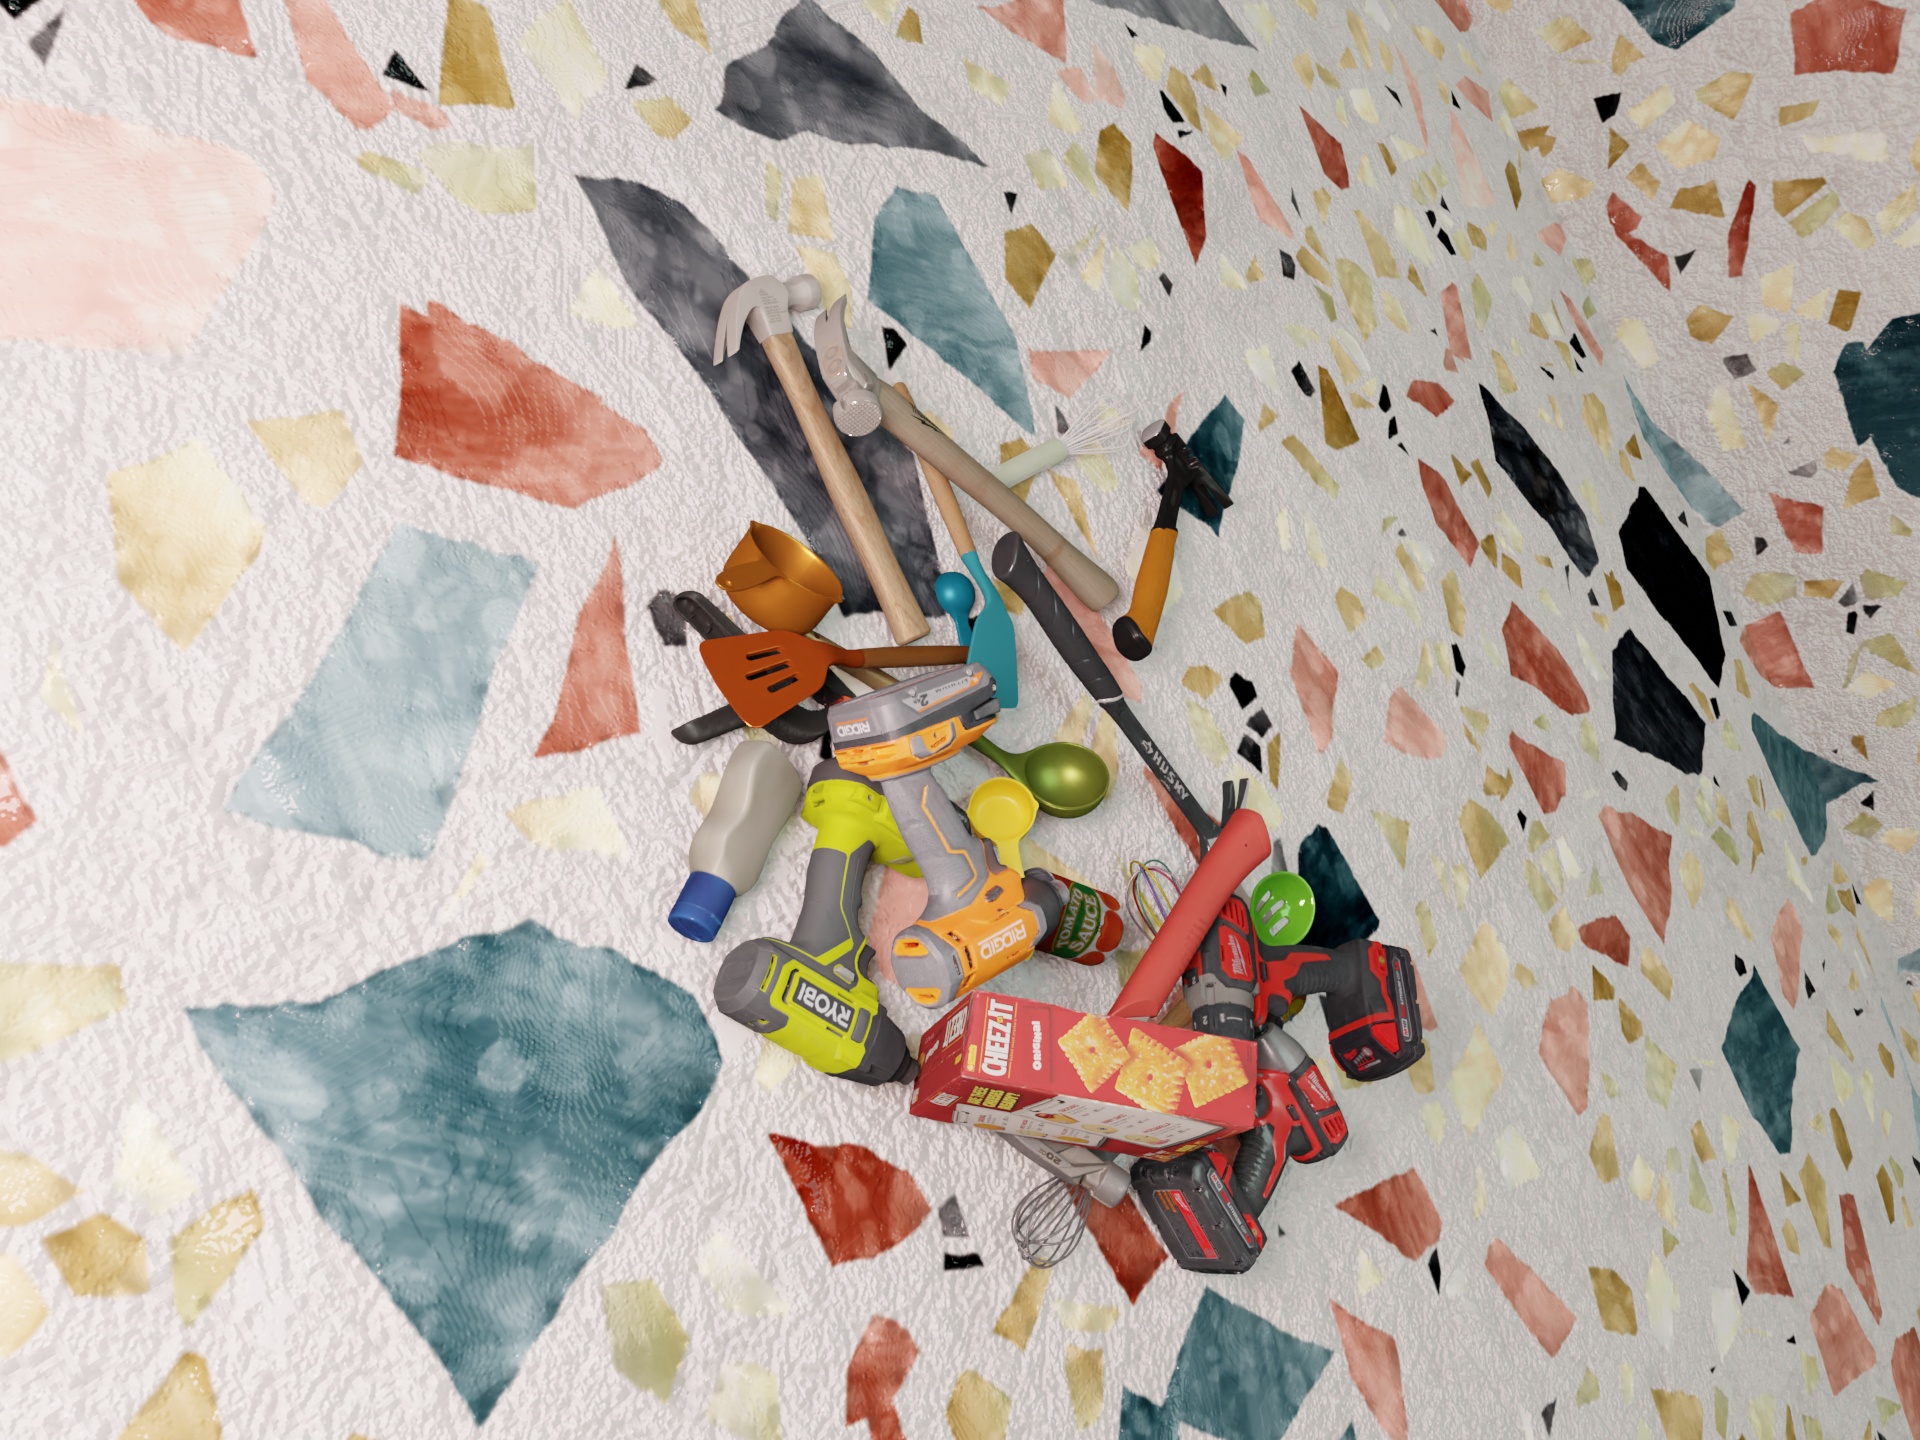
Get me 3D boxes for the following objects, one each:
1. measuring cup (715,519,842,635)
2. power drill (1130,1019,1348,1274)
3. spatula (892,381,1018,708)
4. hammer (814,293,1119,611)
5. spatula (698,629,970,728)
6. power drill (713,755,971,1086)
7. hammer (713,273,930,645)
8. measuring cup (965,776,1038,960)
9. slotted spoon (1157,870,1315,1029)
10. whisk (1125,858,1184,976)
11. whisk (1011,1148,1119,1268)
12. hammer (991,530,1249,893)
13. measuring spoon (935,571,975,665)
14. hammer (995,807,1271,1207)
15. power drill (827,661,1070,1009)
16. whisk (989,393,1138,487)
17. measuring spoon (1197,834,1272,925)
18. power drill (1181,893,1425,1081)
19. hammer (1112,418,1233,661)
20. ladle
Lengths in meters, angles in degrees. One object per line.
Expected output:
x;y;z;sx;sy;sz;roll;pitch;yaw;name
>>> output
-0.153;-0.096;1.185;0.095;0.052;0.173;42;21;5;measuring cup
0.251;0.368;1.399;0.220;0.078;0.143;-36;101;-41;power drill
-0.011;-0.161;1.390;0.082;0.044;0.318;9;54;-53;spatula
0.018;-0.215;1.413;0.410;0.038;0.146;34;32;-44;hammer
-0.073;-0.044;1.260;0.081;0.041;0.322;55;28;18;spatula
-0.075;0.151;1.187;0.171;0.080;0.223;37;54;-29;power drill
-0.108;-0.217;1.338;0.130;0.031;0.331;-26;93;-48;hammer
0.041;0.125;1.326;0.062;0.029;0.157;-7;72;-5;measuring cup
0.234;0.228;1.439;0.314;0.031;0.070;-34;92;-44;slotted spoon
0.214;0.233;1.466;0.051;0.047;0.245;-38;105;-46;whisk
0.110;0.365;1.300;0.239;0.055;0.055;-34;98;-51;whisk
0.151;-0.011;1.463;0.408;0.036;0.149;52;48;-26;hammer
0.012;-0.074;1.403;0.042;0.021;0.129;-8;77;-46;measuring spoon
0.151;0.210;1.314;0.149;0.036;0.359;36;63;1;hammer
0.001;0.077;1.172;0.164;0.084;0.226;-21;97;-43;power drill
0.099;-0.266;1.557;0.246;0.058;0.059;-34;106;-42;whisk
0.273;0.157;1.569;0.124;0.018;0.034;53;45;-13;measuring spoon
0.294;0.260;1.397;0.226;0.080;0.188;17;55;-23;power drill
0.205;-0.169;1.598;0.127;0.034;0.337;45;39;-22;hammer
-0.002;-0.004;1.338;0.320;0.062;0.078;31;39;-29;ladle
